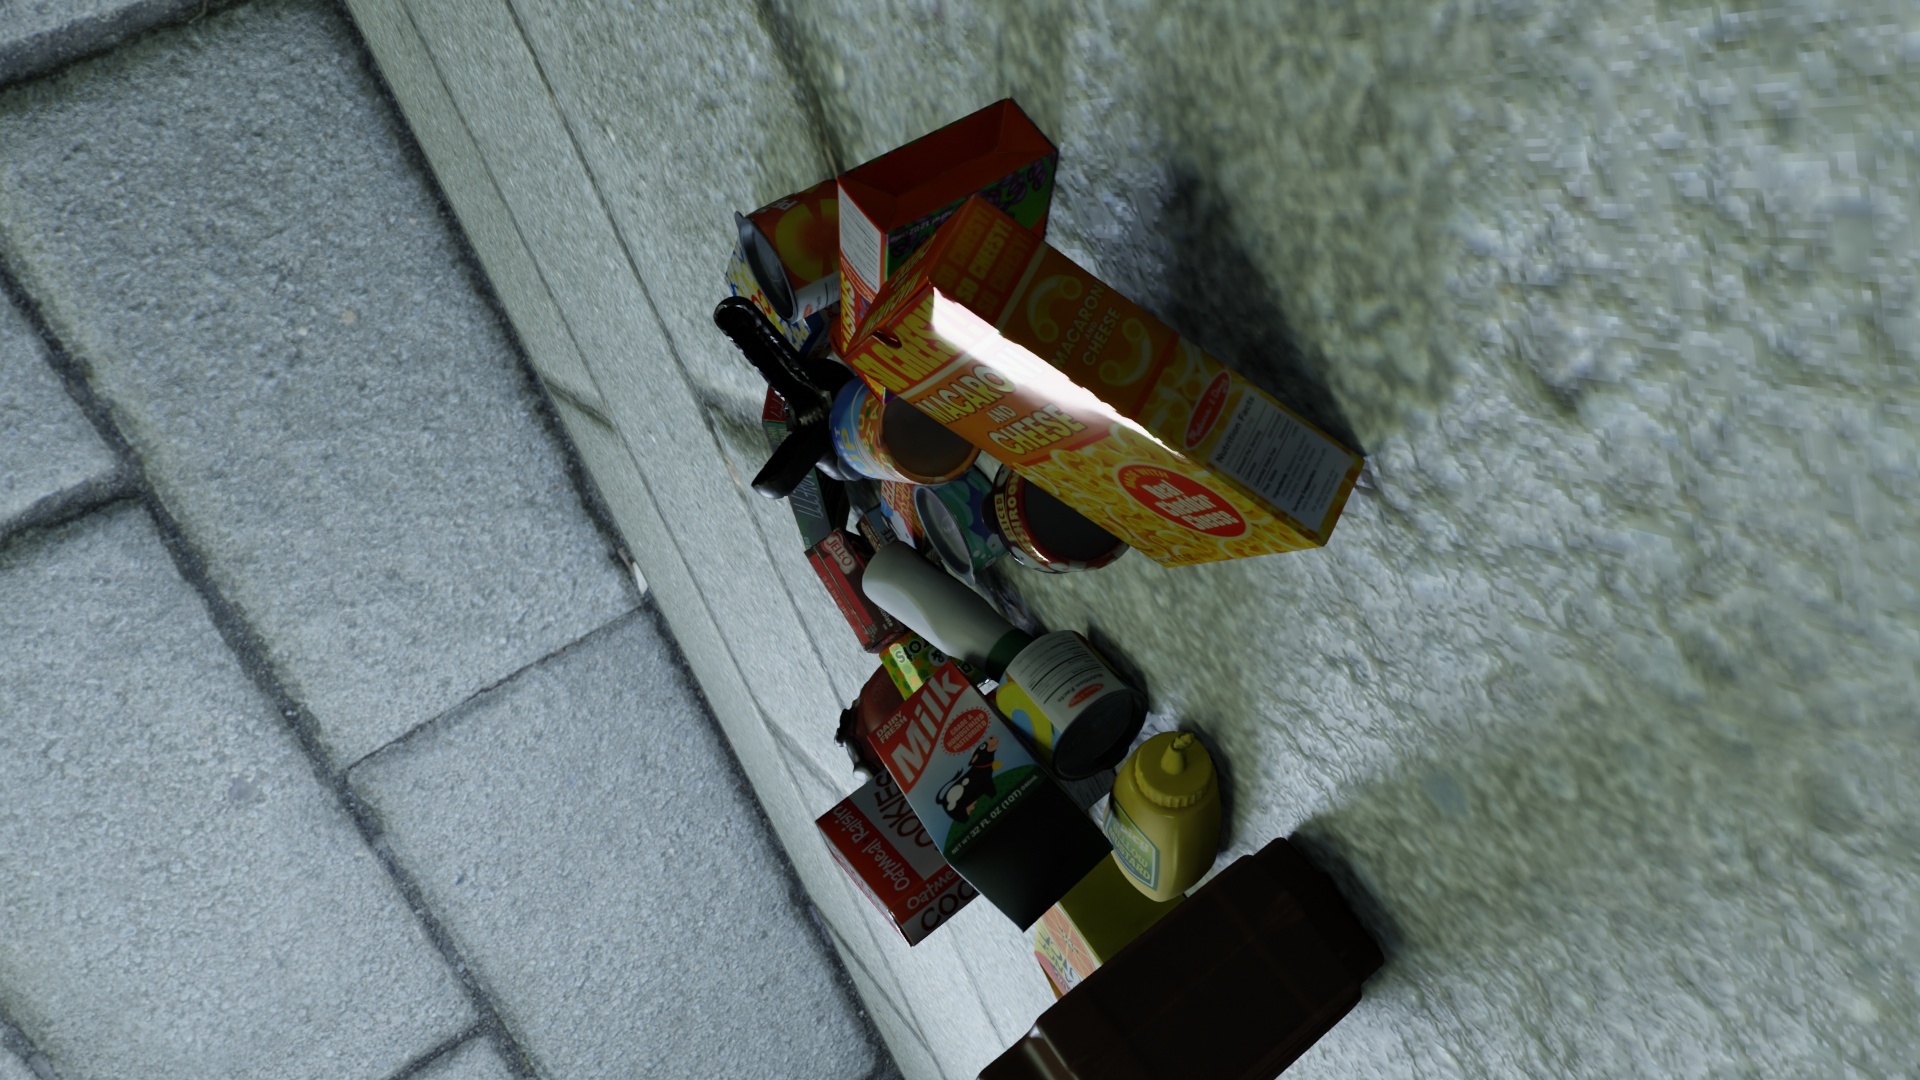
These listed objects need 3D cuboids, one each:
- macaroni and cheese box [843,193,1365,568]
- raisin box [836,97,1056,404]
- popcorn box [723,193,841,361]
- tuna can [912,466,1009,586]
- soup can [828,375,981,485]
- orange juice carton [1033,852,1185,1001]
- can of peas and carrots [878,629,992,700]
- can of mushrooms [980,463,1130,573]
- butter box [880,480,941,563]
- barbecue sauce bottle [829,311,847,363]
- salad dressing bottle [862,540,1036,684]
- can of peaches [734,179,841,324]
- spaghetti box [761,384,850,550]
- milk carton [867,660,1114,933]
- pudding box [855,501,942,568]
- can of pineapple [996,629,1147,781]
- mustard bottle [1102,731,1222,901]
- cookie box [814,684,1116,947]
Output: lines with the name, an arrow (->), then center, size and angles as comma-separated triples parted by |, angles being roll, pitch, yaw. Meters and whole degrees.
macaroni and cheese box -> 0.046, -0.050, 0.520 | 0.166, 0.040, 0.123 | 31, 167, -13
raisin box -> -0.009, -0.123, 0.610 | 0.040, 0.086, 0.122 | 52, 161, 21
popcorn box -> -0.113, -0.163, 0.913 | 0.085, 0.038, 0.126 | 60, 163, -1
tuna can -> 0.003, -0.011, 0.842 | 0.071, 0.033, 0.070 | 51, 160, 27
soup can -> -0.033, -0.063, 0.794 | 0.071, 0.071, 0.084 | 65, 162, -15
orange juice carton -> 0.101, 0.278, 0.963 | 0.073, 0.072, 0.191 | 51, 160, 29
can of peas and carrots -> -0.017, 0.090, 1.000 | 0.059, 0.071, 0.070 | 58, 162, 9
can of mushrooms -> 0.048, -0.017, 0.646 | 0.071, 0.071, 0.033 | 62, 160, -7
butter box -> -0.030, -0.025, 0.925 | 0.053, 0.024, 0.103 | 53, 162, 19
barbecue sauce bottle -> -0.037, -0.123, 0.757 | 0.065, 0.044, 0.148 | 61, 163, -8
salad dressing bottle -> 0.002, 0.053, 0.890 | 0.148, 0.044, 0.064 | 33, 163, 31
can of peaches -> -0.089, -0.169, 0.803 | 0.071, 0.058, 0.071 | 52, 161, 26
spaghetti box -> -0.108, -0.052, 1.004 | 0.249, 0.029, 0.050 | 87, -169, -68
milk carton -> 0.007, 0.138, 0.829 | 0.073, 0.072, 0.191 | 49, 178, -29
pudding box -> -0.041, 0.012, 1.004 | 0.083, 0.030, 0.049 | 59, 164, 3
can of pineapple -> 0.063, 0.094, 0.788 | 0.058, 0.071, 0.070 | 46, 158, 39
mustard bottle -> 0.111, 0.143, 0.758 | 0.065, 0.049, 0.159 | 48, 159, 30
cookie box -> 0.001, 0.174, 0.910 | 0.123, 0.168, 0.040 | 29, 151, 58
